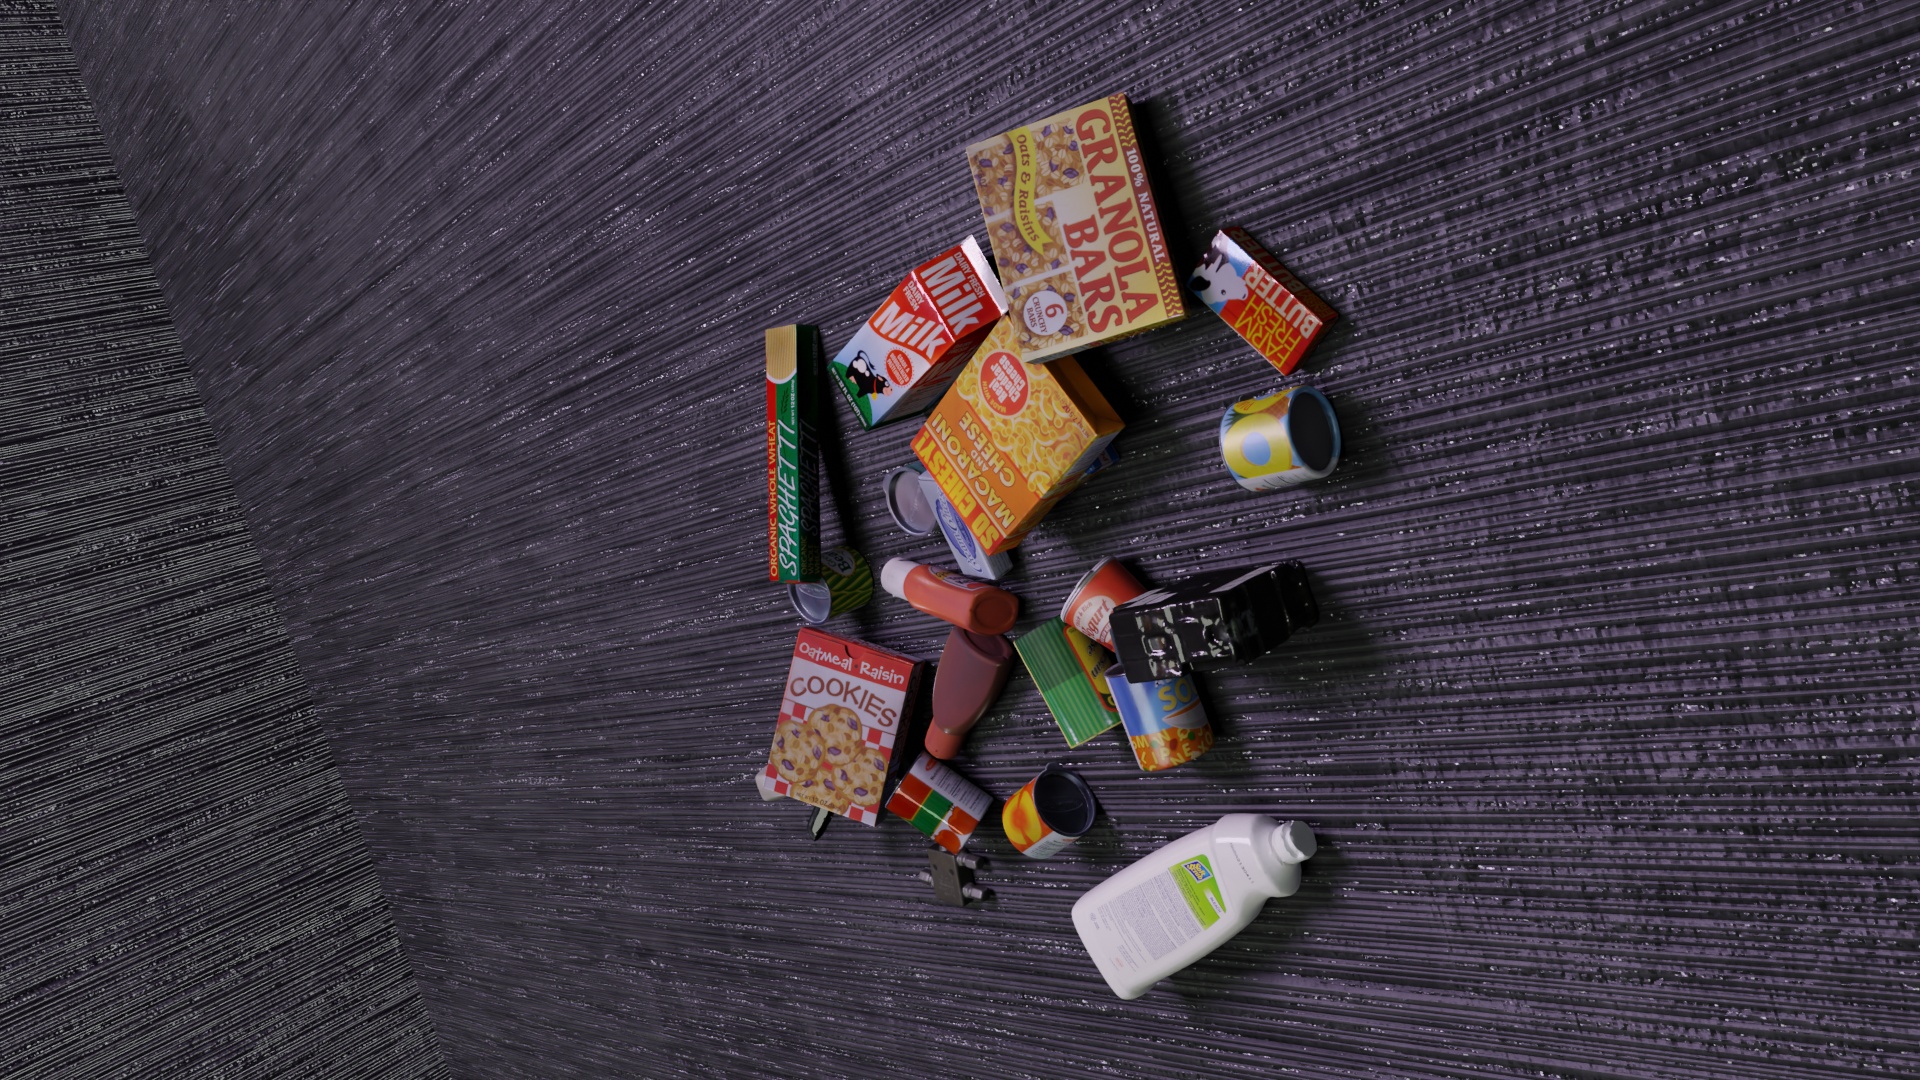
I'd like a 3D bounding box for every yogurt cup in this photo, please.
[{"bbox_3d":[0.123,0.054,1.128,0.054,0.073,0.072,39,131,17],"label":"yogurt cup"}]

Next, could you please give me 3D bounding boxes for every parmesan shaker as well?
[{"bbox_3d":[0.096,0.115,1.173,0.071,0.071,0.103,-37,79,47],"label":"parmesan shaker"}]

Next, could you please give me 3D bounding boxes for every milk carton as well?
[{"bbox_3d":[-0.026,-0.175,1.175,0.189,0.074,0.072,-38,78,46],"label":"milk carton"}]

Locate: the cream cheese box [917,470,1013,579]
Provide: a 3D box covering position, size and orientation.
[{"bbox_3d":[0.004,-0.015,1.220,0.053,0.024,0.103,9,130,57],"label":"cream cheese box"}]

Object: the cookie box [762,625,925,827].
[{"bbox_3d":[-0.115,0.180,1.362,0.123,0.040,0.167,16,98,15],"label":"cookie box"}]

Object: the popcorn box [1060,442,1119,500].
[{"bbox_3d":[0.063,-0.072,1.153,0.126,0.038,0.085,-36,79,47],"label":"popcorn box"}]

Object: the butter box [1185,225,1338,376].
[{"bbox_3d":[0.211,-0.168,0.974,0.104,0.024,0.052,48,135,21],"label":"butter box"}]

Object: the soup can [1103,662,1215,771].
[{"bbox_3d":[0.163,0.134,1.118,0.071,0.071,0.083,-19,93,48],"label":"soup can"}]

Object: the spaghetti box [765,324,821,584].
[{"bbox_3d":[-0.160,-0.082,1.335,0.050,0.029,0.250,-1,89,46],"label":"spaghetti box"}]

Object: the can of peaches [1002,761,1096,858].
[{"bbox_3d":[0.079,0.244,1.250,0.071,0.071,0.057,55,137,13],"label":"can of peaches"}]

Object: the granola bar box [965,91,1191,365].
[{"bbox_3d":[0.086,-0.224,1.013,0.124,0.039,0.165,-15,88,16],"label":"granola bar box"}]

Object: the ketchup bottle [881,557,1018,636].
[{"bbox_3d":[-0.016,0.049,1.270,0.149,0.065,0.043,18,97,49],"label":"ketchup bottle"}]

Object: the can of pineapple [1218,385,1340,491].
[{"bbox_3d":[0.223,-0.073,0.970,0.057,0.071,0.071,-13,97,47],"label":"can of pineapple"}]

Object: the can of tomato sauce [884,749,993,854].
[{"bbox_3d":[-0.021,0.253,1.337,0.083,0.071,0.070,34,131,6],"label":"can of tomato sauce"}]

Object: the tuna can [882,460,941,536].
[{"bbox_3d":[-0.036,-0.041,1.270,0.071,0.033,0.070,20,120,39],"label":"tuna can"}]

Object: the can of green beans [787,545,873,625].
[{"bbox_3d":[-0.129,0.044,1.382,0.071,0.058,0.071,20,120,39],"label":"can of green beans"}]

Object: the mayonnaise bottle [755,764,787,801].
[{"bbox_3d":[-0.150,0.243,1.484,0.147,0.065,0.041,-23,88,37],"label":"mayonnaise bottle"}]

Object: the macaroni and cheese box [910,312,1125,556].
[{"bbox_3d":[0.042,-0.084,1.110,0.124,0.040,0.165,55,136,16],"label":"macaroni and cheese box"}]

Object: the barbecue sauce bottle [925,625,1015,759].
[{"bbox_3d":[0.002,0.145,1.302,0.065,0.044,0.147,39,131,24],"label":"barbecue sauce bottle"}]
